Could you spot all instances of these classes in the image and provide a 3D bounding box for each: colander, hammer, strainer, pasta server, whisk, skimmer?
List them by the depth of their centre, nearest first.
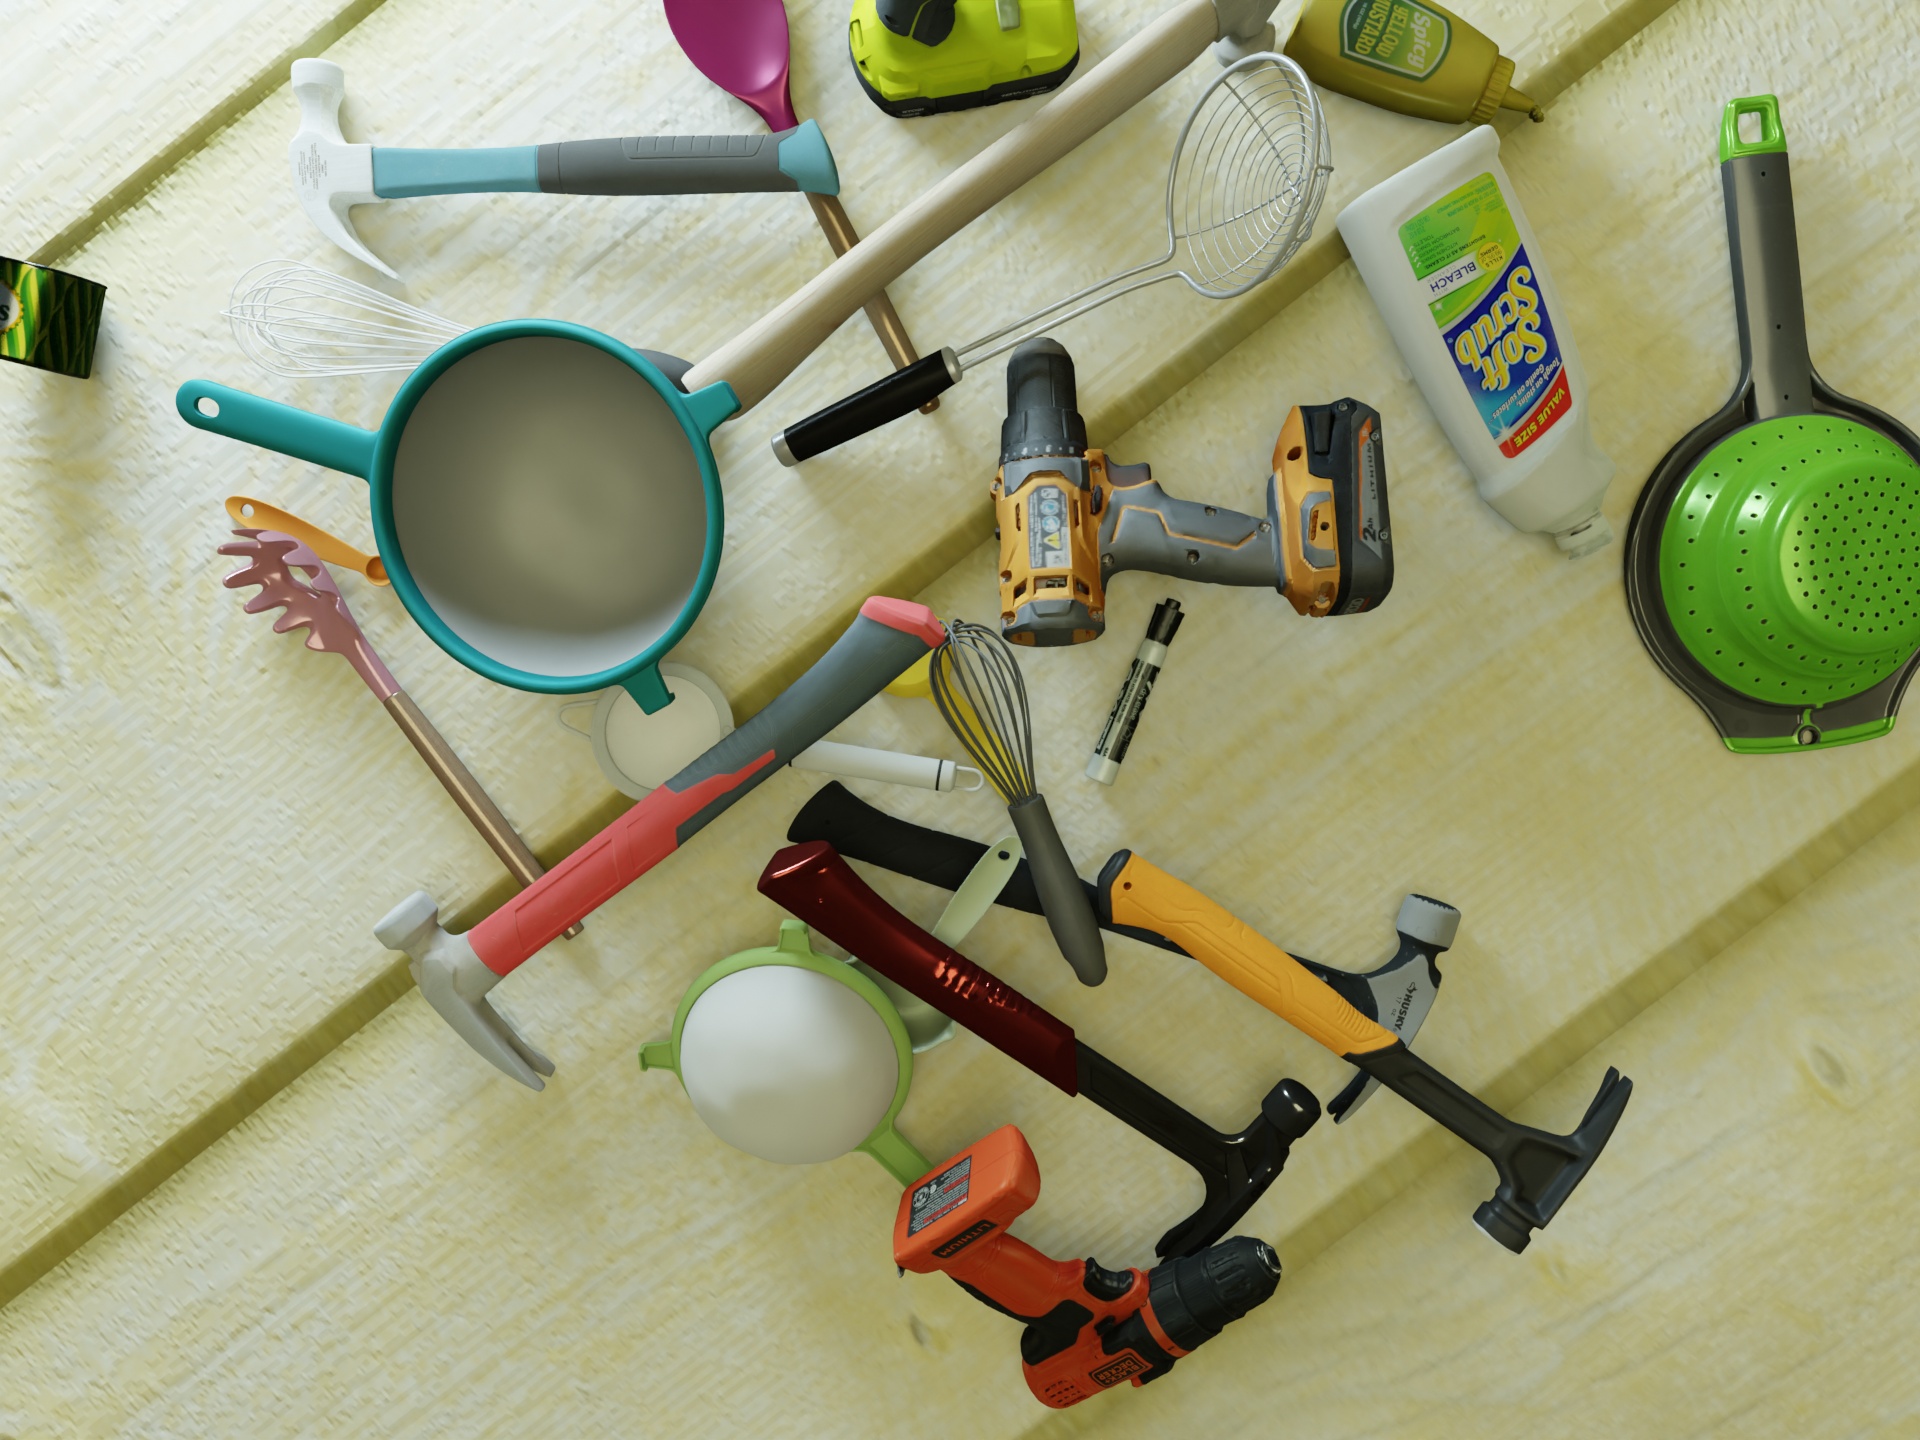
[{"bbox_3d":[0.037,-0.244,0.899,0.363,0.090,0.127,-23,63,16],"label":"skimmer"},{"bbox_3d":[0.010,-0.309,0.903,0.410,0.146,0.038,-37,78,3],"label":"hammer"},{"bbox_3d":[0.499,-0.176,0.931,0.204,0.094,0.397,-7,93,1],"label":"colander"},{"bbox_3d":[-0.159,0.066,0.937,0.386,0.038,0.143,-36,102,12],"label":"hammer"},{"bbox_3d":[0.037,0.049,0.938,0.055,0.055,0.239,-22,98,1],"label":"whisk"},{"bbox_3d":[0.032,0.190,0.939,0.359,0.037,0.149,34,107,-11],"label":"hammer"},{"bbox_3d":[-0.288,-0.145,0.941,0.340,0.095,0.211,17,105,8],"label":"strainer"},{"bbox_3d":[0.229,0.175,0.945,0.337,0.034,0.127,34,96,-1],"label":"hammer"},{"bbox_3d":[-0.237,-0.332,0.951,0.331,0.033,0.128,0,93,4],"label":"hammer"},{"bbox_3d":[-0.070,0.251,0.953,0.151,0.069,0.256,-41,100,21],"label":"strainer"},{"bbox_3d":[-0.296,-0.224,0.954,0.284,0.070,0.070,8,93,-5],"label":"whisk"},{"bbox_3d":[-0.113,0.018,0.963,0.258,0.050,0.087,9,88,3],"label":"strainer"},{"bbox_3d":[-0.337,0.010,0.975,0.060,0.040,0.316,-34,95,36],"label":"pasta server"},{"bbox_3d":[0.091,0.123,0.979,0.409,0.036,0.149,18,94,0],"label":"hammer"}]

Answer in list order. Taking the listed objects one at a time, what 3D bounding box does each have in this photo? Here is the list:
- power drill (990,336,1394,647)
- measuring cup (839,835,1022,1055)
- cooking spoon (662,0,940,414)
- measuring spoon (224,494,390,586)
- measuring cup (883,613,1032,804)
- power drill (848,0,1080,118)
[{"bbox_3d":[0.130,-0.141,0.941,0.226,0.084,0.185,-3,80,4],"label":"power drill"},{"bbox_3d":[-0.012,0.128,0.959,0.083,0.038,0.167,33,108,-7],"label":"measuring cup"},{"bbox_3d":[-0.091,-0.330,0.966,0.069,0.017,0.319,-27,92,5],"label":"cooking spoon"},{"bbox_3d":[-0.401,-0.112,0.984,0.117,0.011,0.021,24,100,3],"label":"measuring spoon"},{"bbox_3d":[-0.002,-0.003,0.975,0.062,0.029,0.156,-39,90,2],"label":"measuring cup"},{"bbox_3d":[0.009,-0.406,0.859,0.171,0.223,0.080,-9,93,1],"label":"power drill"}]
